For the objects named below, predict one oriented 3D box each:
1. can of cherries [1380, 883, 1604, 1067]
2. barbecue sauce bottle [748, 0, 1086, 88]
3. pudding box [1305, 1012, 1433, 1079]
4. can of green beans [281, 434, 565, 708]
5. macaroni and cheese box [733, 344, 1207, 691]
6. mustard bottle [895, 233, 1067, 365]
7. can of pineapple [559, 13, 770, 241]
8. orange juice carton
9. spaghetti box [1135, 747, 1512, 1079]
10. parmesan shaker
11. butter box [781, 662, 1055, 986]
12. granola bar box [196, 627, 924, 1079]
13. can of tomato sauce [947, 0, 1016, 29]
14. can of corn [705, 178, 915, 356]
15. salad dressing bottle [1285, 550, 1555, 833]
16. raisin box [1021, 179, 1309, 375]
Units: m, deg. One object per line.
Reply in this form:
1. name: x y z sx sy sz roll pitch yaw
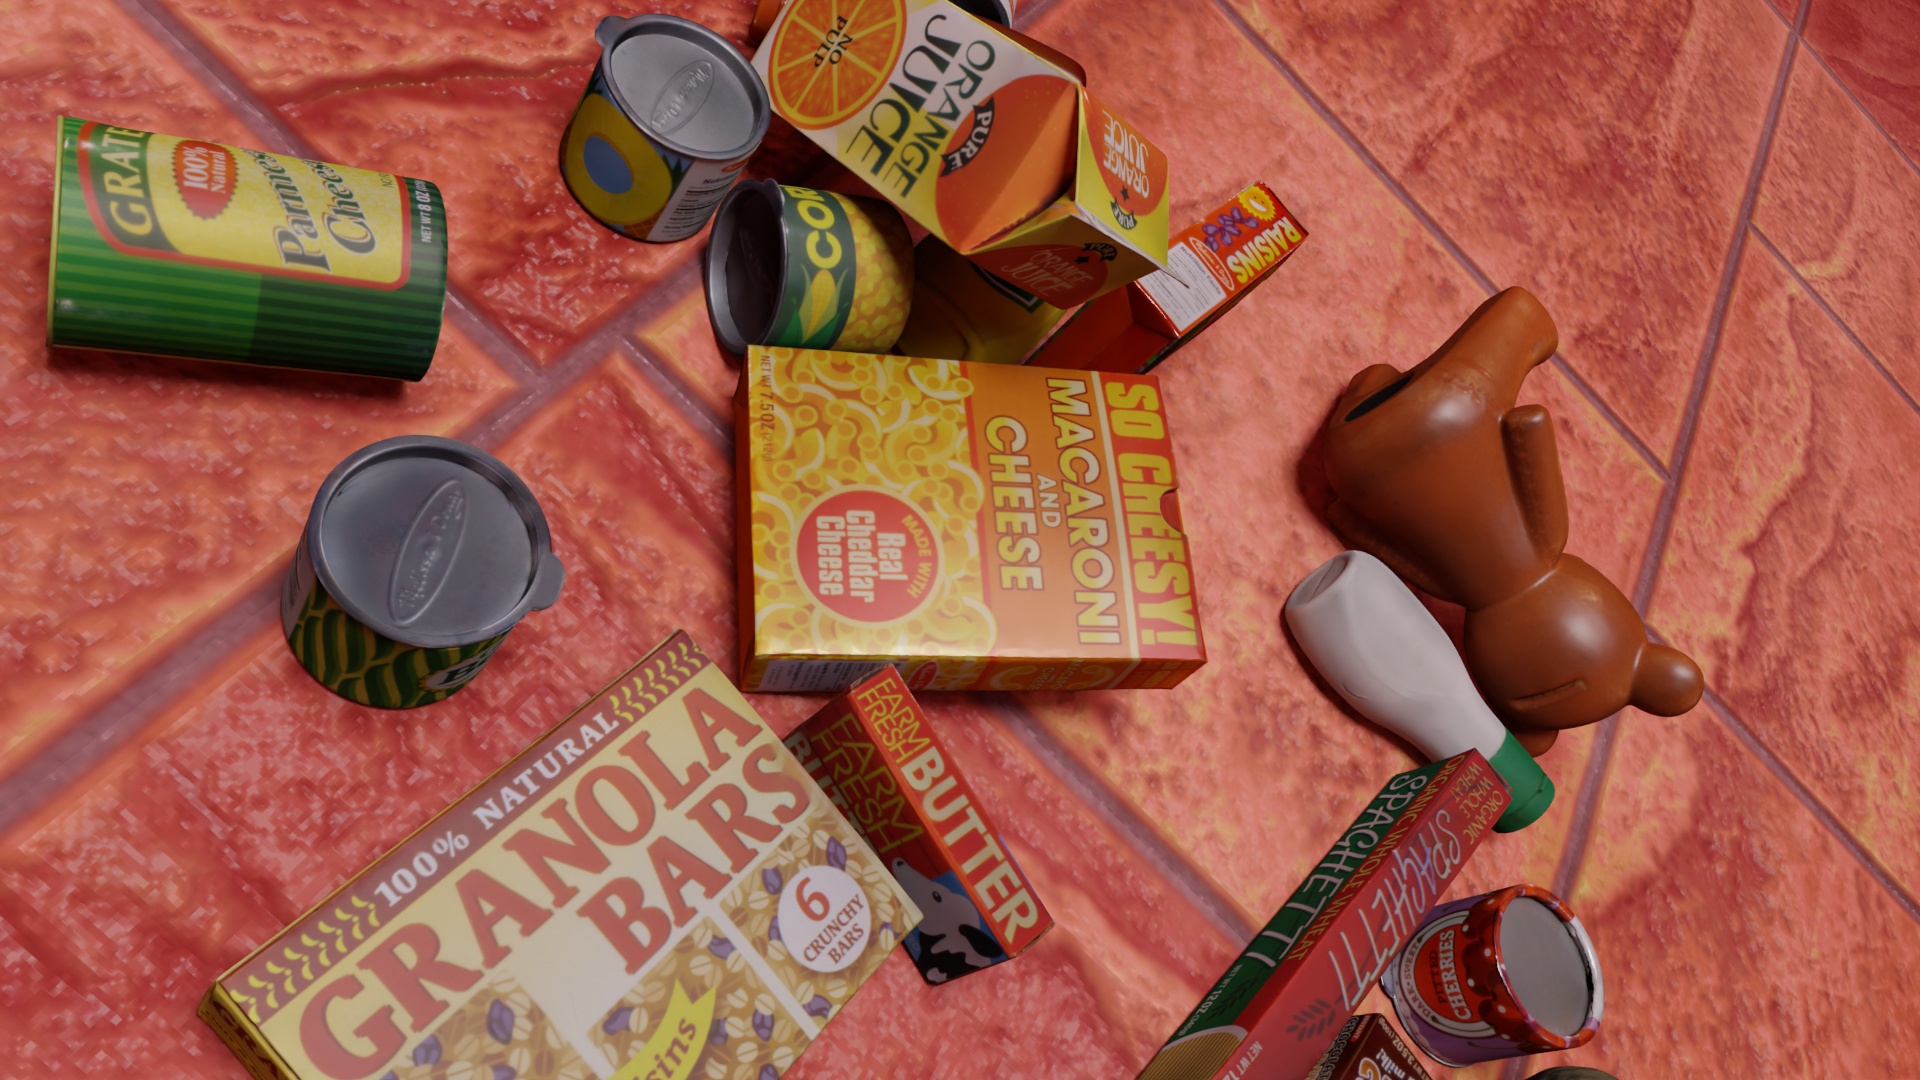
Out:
1. can of cherries: 0.222 0.182 0.581 0.071 0.058 0.072 16 58 -27
2. barbecue sauce bottle: -0.021 -0.216 0.633 0.148 0.064 0.044 20 31 -14
3. pudding box: 0.167 0.232 0.536 0.050 0.030 0.083 -37 89 -40
4. can of green beans: -0.163 0.011 0.415 0.071 0.057 0.071 16 58 -27
5. macaroni and cheese box: 0.002 -0.007 0.520 0.167 0.040 0.124 2 65 -16
6. mustard bottle: 0.030 -0.128 0.624 0.065 0.048 0.161 45 50 0
7. can of pineapple: -0.116 -0.160 0.538 0.071 0.057 0.071 16 58 -27
8. orange juice carton: 0.006 -0.153 0.532 0.193 0.073 0.072 43 16 32
9. spaghetti box: 0.144 0.159 0.547 0.251 0.050 0.028 -32 87 -41
10. parmesan shaker: -0.218 -0.089 0.427 0.103 0.071 0.071 2 65 -33
11. butter box: -0.016 0.097 0.470 0.024 0.053 0.103 -28 83 -42
12. granola bar box: -0.106 0.121 0.407 0.124 0.039 0.166 50 49 -1
13. can of tomato sauce: -0.006 -0.272 0.668 0.071 0.071 0.083 25 54 -21
14. can of corn: -0.058 -0.105 0.540 0.058 0.071 0.071 -2 67 -36
15. salad dressing bottle: 0.215 0.072 0.647 0.147 0.043 0.064 47 49 -5
16. raisin box: 0.094 -0.108 0.633 0.040 0.085 0.124 50 49 1
